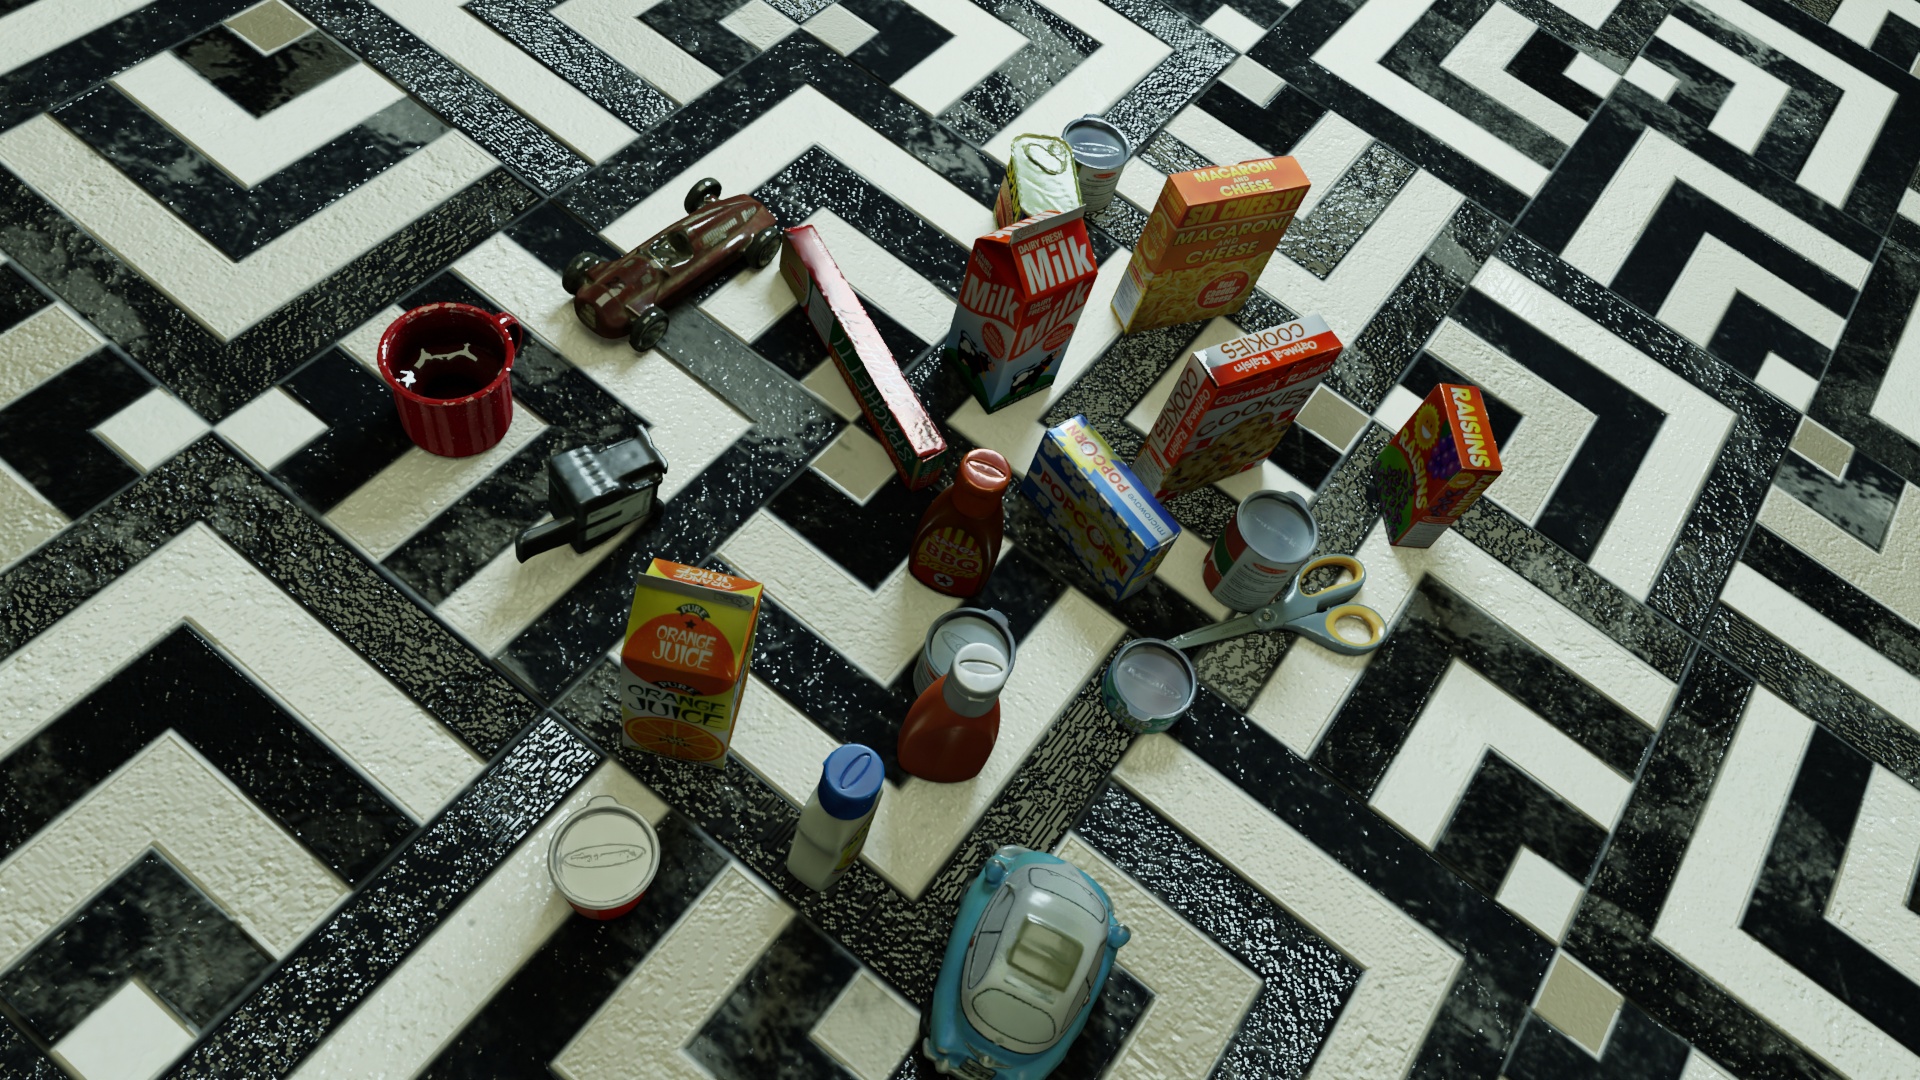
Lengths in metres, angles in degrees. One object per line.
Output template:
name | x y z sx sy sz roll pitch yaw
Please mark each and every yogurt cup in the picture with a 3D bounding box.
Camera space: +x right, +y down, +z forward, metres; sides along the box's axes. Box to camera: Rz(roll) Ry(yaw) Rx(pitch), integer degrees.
yogurt cup | -0.226 0.207 0.883 0.072 0.053 0.073 6 58 -10

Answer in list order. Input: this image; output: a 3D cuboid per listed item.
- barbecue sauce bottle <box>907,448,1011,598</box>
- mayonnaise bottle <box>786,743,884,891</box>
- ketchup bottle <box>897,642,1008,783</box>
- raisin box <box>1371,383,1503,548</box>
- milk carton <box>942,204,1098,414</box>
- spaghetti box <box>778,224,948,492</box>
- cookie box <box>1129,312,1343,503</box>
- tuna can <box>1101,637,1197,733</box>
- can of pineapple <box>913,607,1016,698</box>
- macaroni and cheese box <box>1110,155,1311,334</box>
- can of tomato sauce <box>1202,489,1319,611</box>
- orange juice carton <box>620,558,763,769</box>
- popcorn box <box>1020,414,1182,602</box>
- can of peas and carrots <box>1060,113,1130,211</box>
barbecue sauce bottle | 0.004 -0.013 1.014 0.065 0.147 0.044 23 57 1
mayonnaise bottle | -0.077 0.174 0.883 0.041 0.147 0.065 36 58 9
ketchup bottle | -0.001 0.117 0.934 0.065 0.148 0.044 8 58 -8
raisin box | 0.392 -0.060 1.148 0.040 0.122 0.086 4 59 -11
milk carton | 0.049 -0.192 1.108 0.072 0.189 0.073 -26 69 -25
spaghetti box | -0.083 -0.152 1.137 0.029 0.050 0.251 -21 66 -23
cookie box | 0.216 -0.101 1.106 0.123 0.166 0.040 -20 66 -23
tuna can | 0.140 0.111 1.039 0.071 0.032 0.071 6 58 -10
can of pineapple | 0.004 0.090 1.006 0.071 0.057 0.071 6 58 -10
macaroni and cheese box | 0.212 -0.254 1.198 0.124 0.165 0.040 -14 64 -20
can of tomato sauce | 0.235 0.008 1.095 0.071 0.082 0.071 6 59 -10
orange juice carton | -0.173 0.074 0.894 0.072 0.191 0.073 14 58 -5
popcorn box | 0.108 -0.024 1.083 0.038 0.084 0.127 -30 70 -26
can of peas and carrots | 0.119 -0.353 1.300 0.071 0.058 0.071 6 58 -10
